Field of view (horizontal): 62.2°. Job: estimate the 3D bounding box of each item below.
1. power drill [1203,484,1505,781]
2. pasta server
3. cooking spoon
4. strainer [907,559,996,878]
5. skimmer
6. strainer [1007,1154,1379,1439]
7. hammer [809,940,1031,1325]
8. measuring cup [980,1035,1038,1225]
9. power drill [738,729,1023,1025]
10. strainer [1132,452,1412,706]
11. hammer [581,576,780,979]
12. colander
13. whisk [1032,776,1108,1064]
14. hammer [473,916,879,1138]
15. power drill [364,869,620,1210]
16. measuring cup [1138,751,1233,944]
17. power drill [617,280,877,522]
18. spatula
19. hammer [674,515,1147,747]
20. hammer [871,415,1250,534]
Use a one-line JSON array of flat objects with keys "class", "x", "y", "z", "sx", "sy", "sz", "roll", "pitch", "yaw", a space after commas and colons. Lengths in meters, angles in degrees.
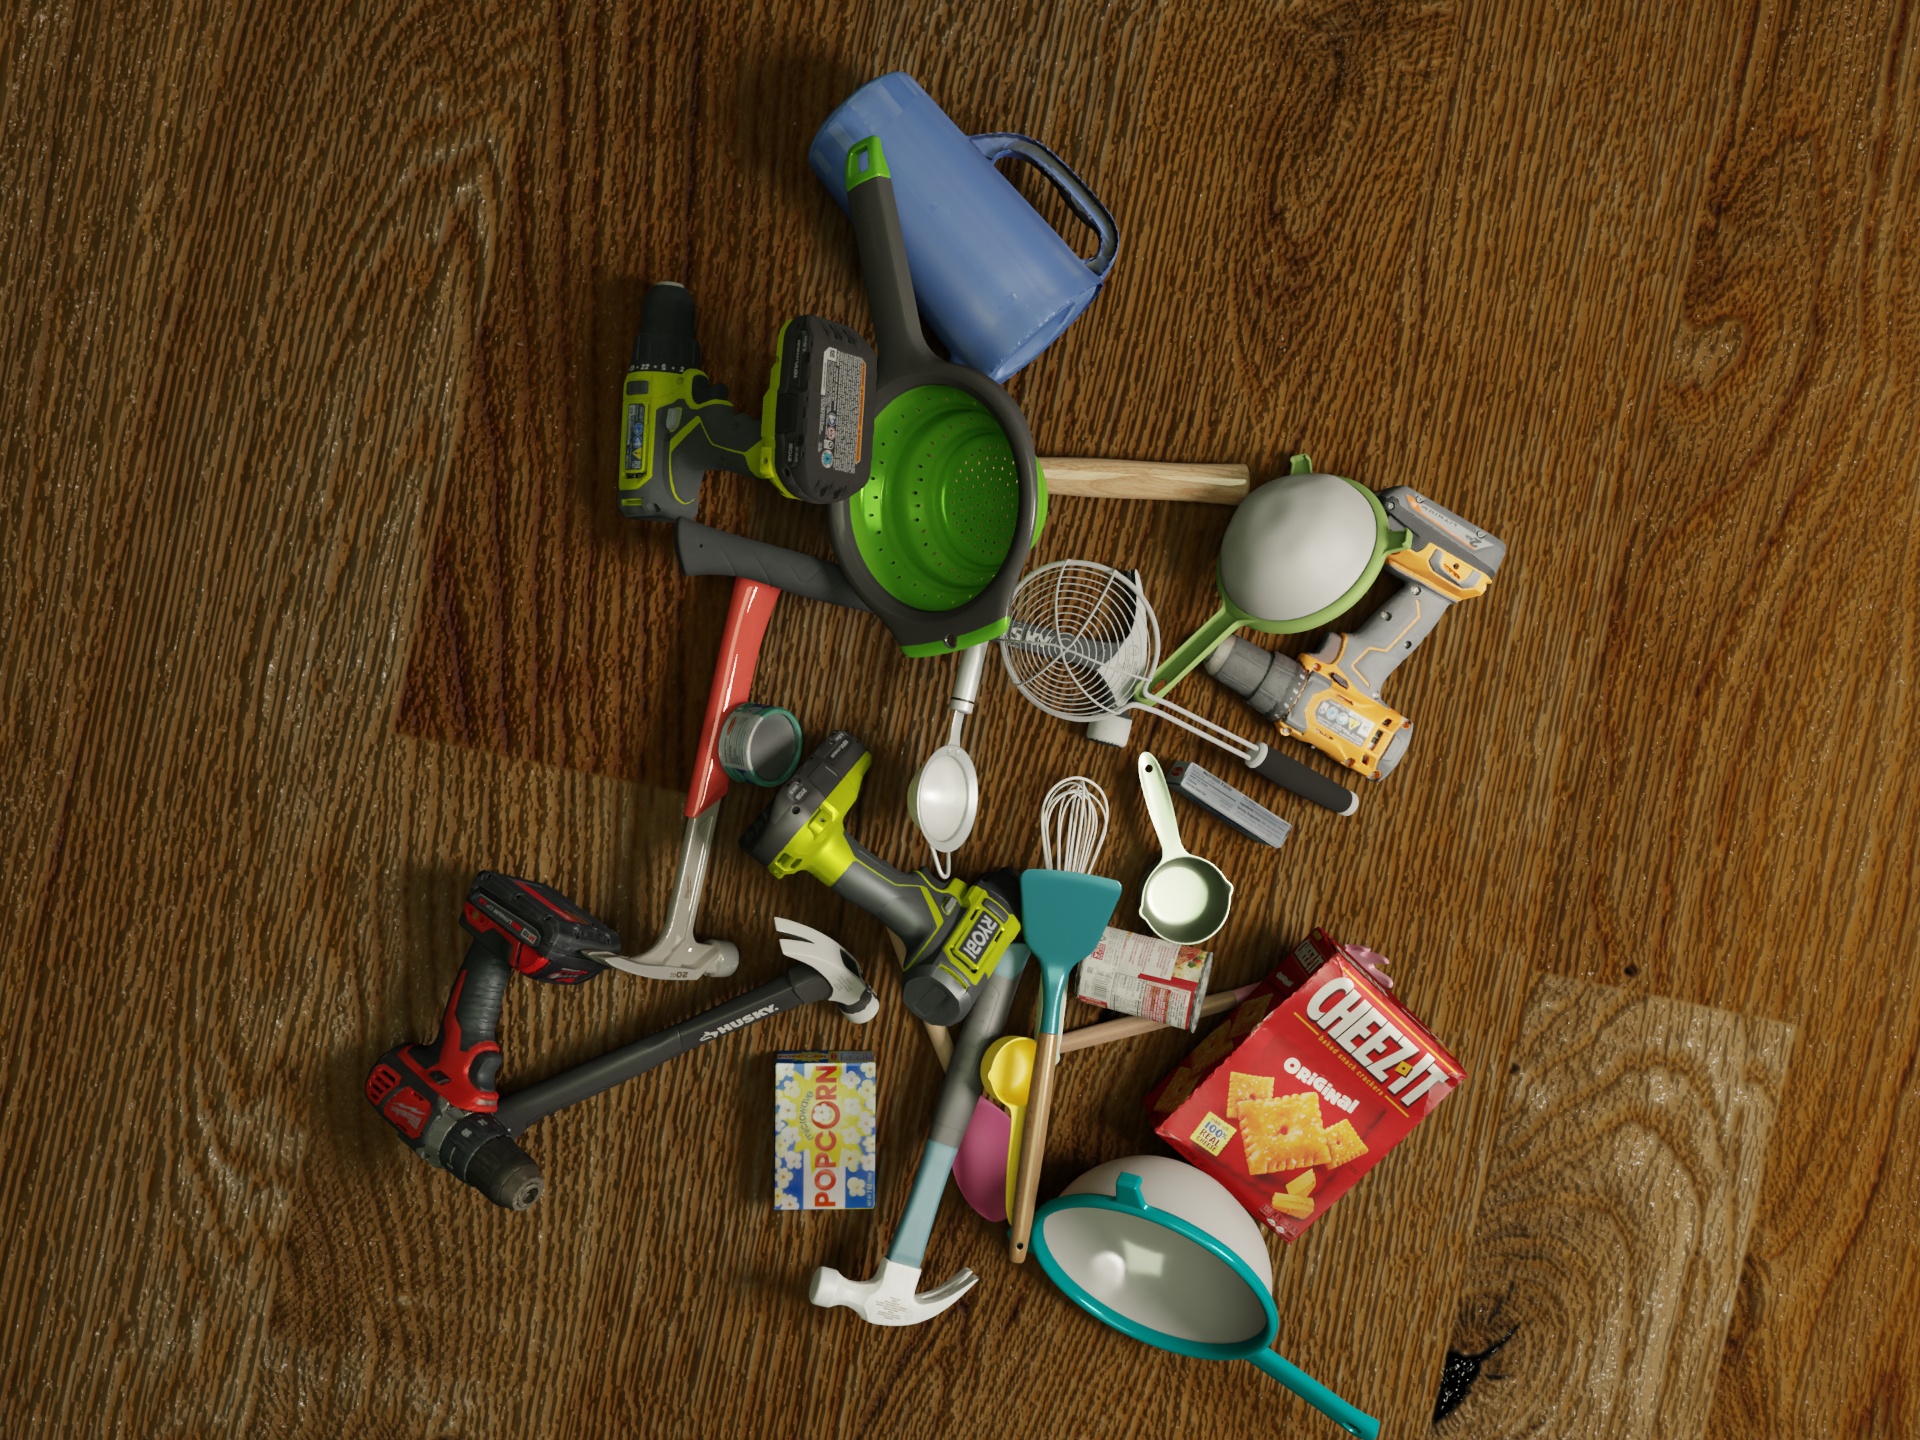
[{"class": "power drill", "x": 0.328, "y": -0.086, "z": 1.340, "sx": 0.185, "sy": 0.084, "sz": 0.226, "roll": 29, "pitch": 94, "yaw": -3}, {"class": "pasta server", "x": 0.210, "y": 0.247, "z": 1.359, "sx": 0.316, "sy": 0.040, "sz": 0.060, "roll": -14, "pitch": 104, "yaw": -3}, {"class": "cooking spoon", "x": -0.015, "y": 0.275, "z": 1.351, "sx": 0.069, "sy": 0.017, "sz": 0.319, "roll": -22, "pitch": 94, "yaw": -17}, {"class": "strainer", "x": -0.002, "y": -0.004, "z": 1.276, "sx": 0.050, "sy": 0.086, "sz": 0.258, "roll": 11, "pitch": 85, "yaw": 34}, {"class": "skimmer", "x": 0.191, "y": -0.012, "z": 1.299, "sx": 0.363, "sy": 0.090, "sz": 0.127, "roll": 25, "pitch": 118, "yaw": -32}, {"class": "strainer", "x": 0.220, "y": 0.463, "z": 1.315, "sx": 0.340, "sy": 0.211, "sz": 0.095, "roll": 37, "pitch": 50, "yaw": -6}, {"class": "hammer", "x": -0.011, "y": 0.338, "z": 1.322, "sx": 0.128, "sy": 0.033, "sz": 0.331, "roll": 22, "pitch": 82, "yaw": -14}, {"class": "measuring cup", "x": 0.042, "y": 0.337, "z": 1.309, "sx": 0.062, "sy": 0.029, "sz": 0.156, "roll": 1, "pitch": 91, "yaw": -29}, {"class": "power drill", "x": -0.053, "y": 0.120, "z": 1.286, "sx": 0.223, "sy": 0.171, "sz": 0.080, "roll": 41, "pitch": 129, "yaw": -2}, {"class": "strainer", "x": 0.227, "y": -0.114, "z": 1.297, "sx": 0.256, "sy": 0.152, "sz": 0.069, "roll": -44, "pitch": 136, "yaw": 5}, {"class": "hammer", "x": -0.205, "y": 0.030, "z": 1.288, "sx": 0.037, "sy": 0.149, "sz": 0.359, "roll": 8, "pitch": 84, "yaw": 36}, {"class": "colander", "x": -0.016, "y": -0.251, "z": 1.234, "sx": 0.204, "sy": 0.094, "sz": 0.397, "roll": -12, "pitch": 88, "yaw": 39}, {"class": "whisk", "x": 0.086, "y": 0.169, "z": 1.336, "sx": 0.059, "sy": 0.058, "sz": 0.246, "roll": 6, "pitch": 91, "yaw": -13}, {"class": "hammer", "x": -0.242, "y": 0.262, "z": 1.297, "sx": 0.335, "sy": 0.146, "sz": 0.035, "roll": -24, "pitch": 50, "yaw": 3}, {"class": "power drill", "x": -0.361, "y": 0.254, "z": 1.258, "sx": 0.188, "sy": 0.080, "sz": 0.227, "roll": 27, "pitch": 90, "yaw": 31}, {"class": "measuring cup", "x": 0.176, "y": 0.107, "z": 1.353, "sx": 0.083, "sy": 0.038, "sz": 0.167, "roll": -16, "pitch": 91, "yaw": -4}, {"class": "power drill", "x": -0.177, "y": -0.253, "z": 1.244, "sx": 0.229, "sy": 0.080, "sz": 0.190, "roll": 5, "pitch": 92, "yaw": 37}, {"class": "spatula", "x": 0.067, "y": 0.279, "z": 1.281, "sx": 0.082, "sy": 0.044, "sz": 0.317, "roll": 8, "pitch": 87, "yaw": -4}, {"class": "hammer", "x": -0.035, "y": -0.097, "z": 1.301, "sx": 0.408, "sy": 0.036, "sz": 0.149, "roll": 15, "pitch": 88, "yaw": -14}, {"class": "hammer", "x": 0.079, "y": -0.207, "z": 1.331, "sx": 0.331, "sy": 0.031, "sz": 0.130, "roll": 1, "pitch": 103, "yaw": -7}]
